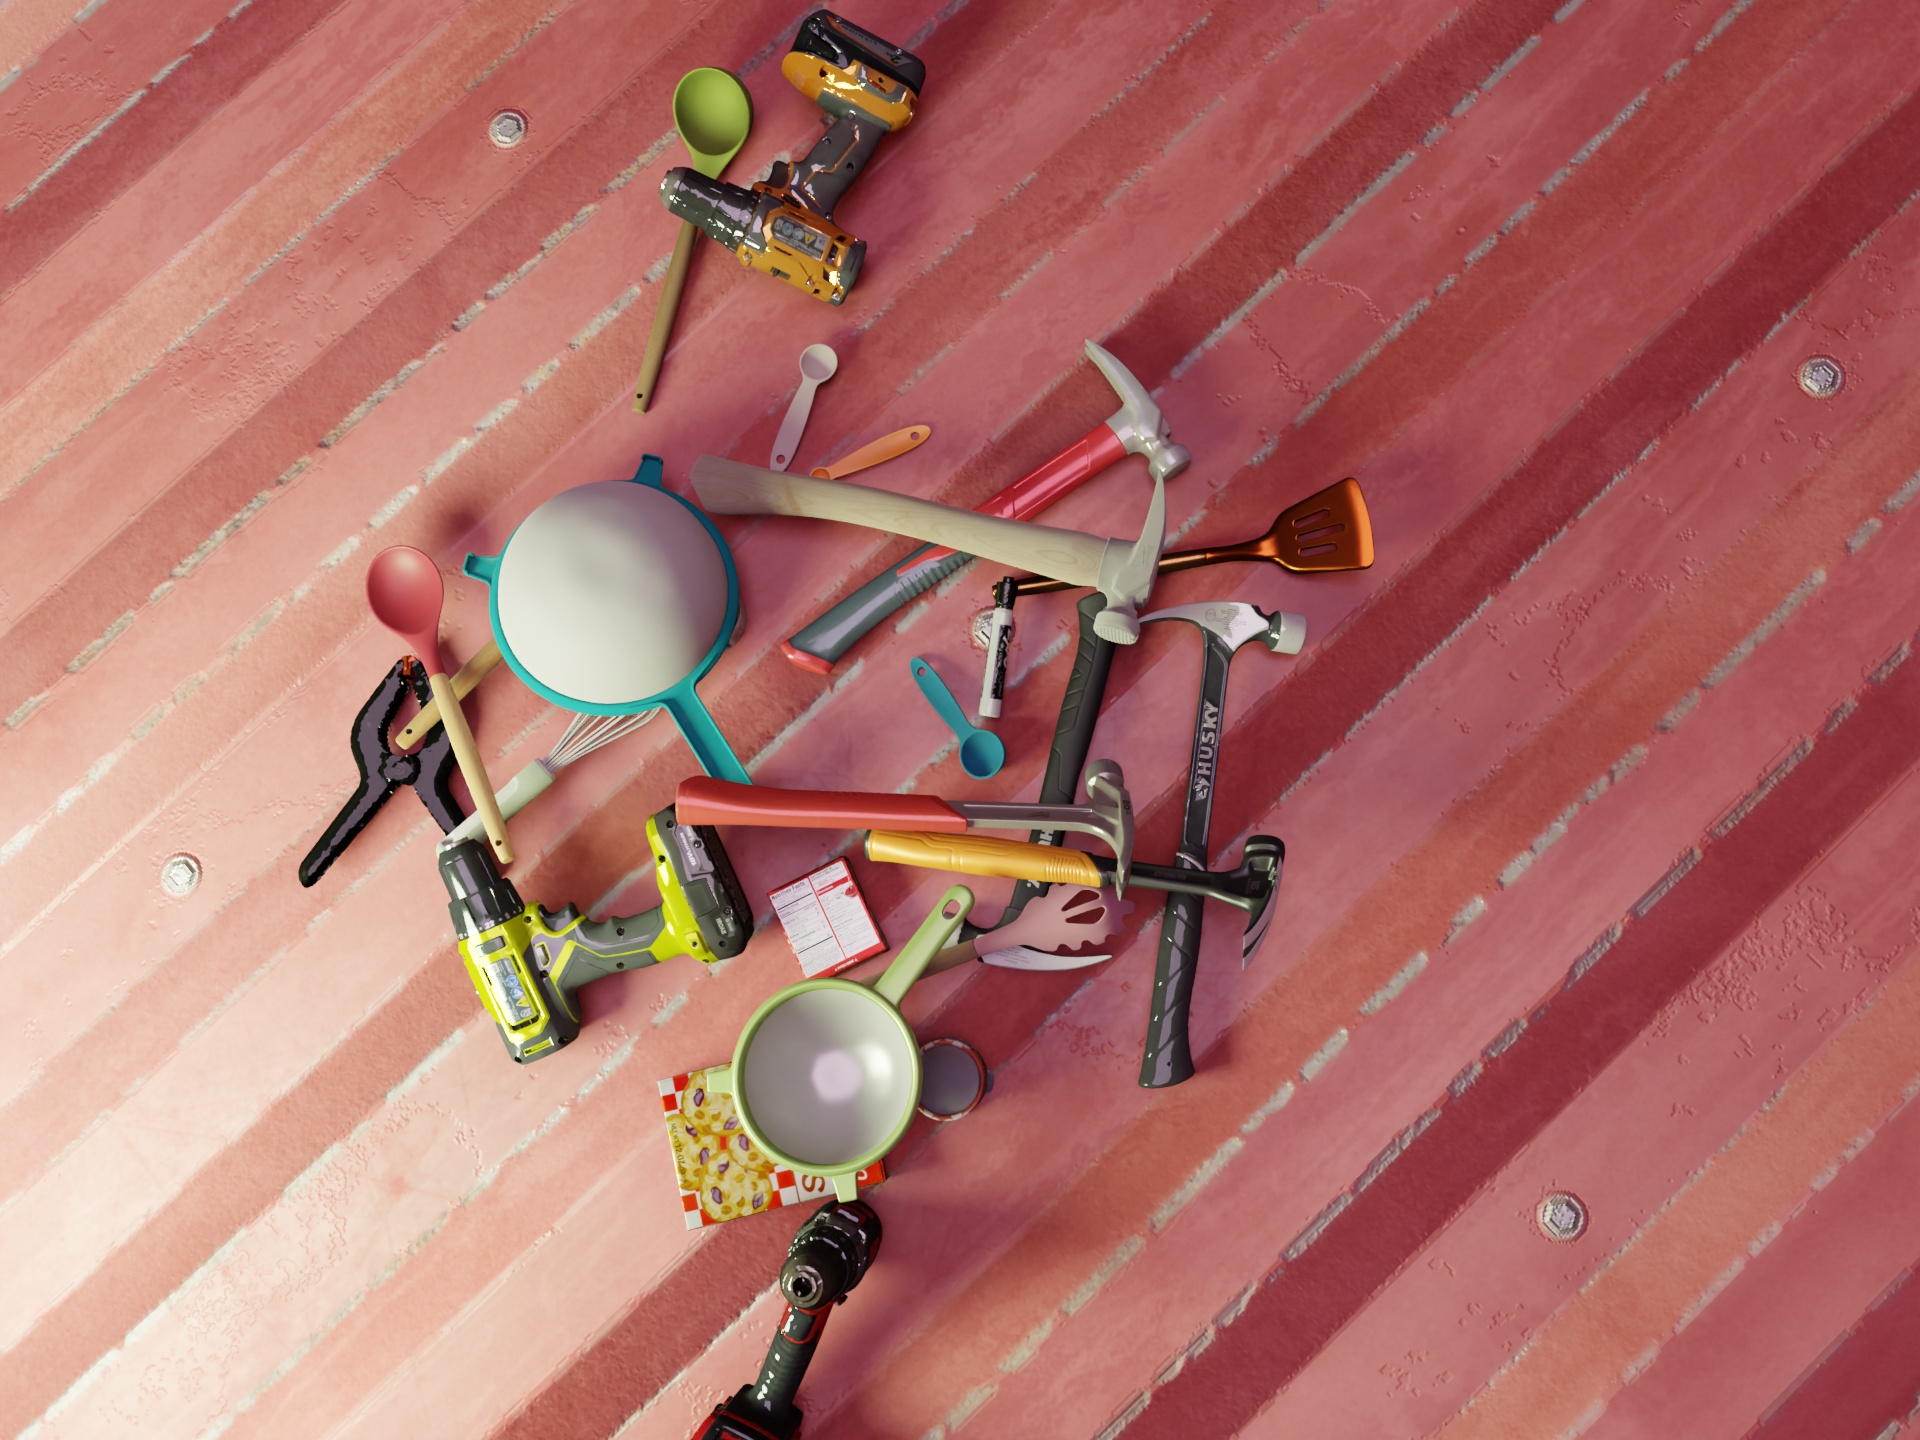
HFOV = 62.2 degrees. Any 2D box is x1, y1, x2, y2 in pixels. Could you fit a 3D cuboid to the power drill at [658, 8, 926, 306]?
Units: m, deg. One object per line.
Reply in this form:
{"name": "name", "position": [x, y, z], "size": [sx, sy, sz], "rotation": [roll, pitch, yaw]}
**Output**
{"name": "power drill", "position": [-0.147, -0.504, 1.404], "size": [0.185, 0.084, 0.226], "rotation": [22, 84, -14]}

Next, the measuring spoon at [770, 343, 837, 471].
{"name": "measuring spoon", "position": [-0.142, -0.277, 1.423], "size": [0.034, 0.018, 0.124], "rotation": [22, 89, 7]}

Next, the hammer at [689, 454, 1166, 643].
{"name": "hammer", "position": [-0.031, -0.179, 1.348], "size": [0.411, 0.038, 0.146], "rotation": [14, 77, 12]}

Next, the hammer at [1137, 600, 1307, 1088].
{"name": "hammer", "position": [0.189, 0.099, 1.316], "size": [0.149, 0.036, 0.409], "rotation": [9, 83, -6]}

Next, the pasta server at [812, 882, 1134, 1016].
{"name": "pasta server", "position": [-0.011, 0.195, 1.293], "size": [0.316, 0.040, 0.060], "rotation": [-21, 79, 5]}

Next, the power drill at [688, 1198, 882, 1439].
{"name": "power drill", "position": [-0.134, 0.482, 1.209], "size": [0.080, 0.188, 0.227], "rotation": [24, 87, 8]}

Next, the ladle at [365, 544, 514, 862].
{"name": "ladle", "position": [-0.430, -0.016, 1.336], "size": [0.069, 0.031, 0.316], "rotation": [-29, 67, 3]}

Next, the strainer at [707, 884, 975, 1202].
{"name": "strainer", "position": [-0.069, 0.239, 1.261], "size": [0.151, 0.069, 0.256], "rotation": [36, 82, 13]}

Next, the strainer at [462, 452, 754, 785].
{"name": "strainer", "position": [-0.258, -0.064, 1.305], "size": [0.211, 0.095, 0.340], "rotation": [-32, 78, -10]}

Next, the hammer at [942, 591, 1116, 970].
{"name": "hammer", "position": [0.091, 0.049, 1.339], "size": [0.146, 0.035, 0.335], "rotation": [15, 82, 7]}

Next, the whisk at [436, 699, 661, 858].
{"name": "whisk", "position": [-0.348, 0.036, 1.355], "size": [0.246, 0.059, 0.058], "rotation": [-42, 40, -9]}

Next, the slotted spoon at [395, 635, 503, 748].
{"name": "slotted spoon", "position": [-0.371, -0.091, 1.381], "size": [0.070, 0.031, 0.314], "rotation": [41, 80, 14]}

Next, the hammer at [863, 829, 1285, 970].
{"name": "hammer", "position": [0.080, 0.120, 1.259], "size": [0.337, 0.127, 0.034], "rotation": [6, 126, 18]}

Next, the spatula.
{"name": "spatula", "position": [0.186, -0.139, 1.361], "size": [0.322, 0.041, 0.081], "rotation": [-9, 81, 3]}

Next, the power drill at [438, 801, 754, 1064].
{"name": "power drill", "position": [-0.305, 0.155, 1.314], "size": [0.228, 0.080, 0.190], "rotation": [-23, 94, 1]}

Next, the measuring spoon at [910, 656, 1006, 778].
{"name": "measuring spoon", "position": [-0.002, -0.004, 1.366], "size": [0.042, 0.021, 0.129], "rotation": [-43, 70, 19]}

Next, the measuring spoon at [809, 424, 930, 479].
{"name": "measuring spoon", "position": [-0.080, -0.234, 1.412], "size": [0.117, 0.011, 0.021], "rotation": [-25, 81, -4]}

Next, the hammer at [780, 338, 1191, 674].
{"name": "hammer", "position": [0.003, -0.174, 1.381], "size": [0.386, 0.038, 0.143], "rotation": [-34, 79, -2]}

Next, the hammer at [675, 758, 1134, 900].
{"name": "hammer", "position": [-0.044, 0.078, 1.250], "size": [0.359, 0.149, 0.036], "rotation": [2, 123, 1]}

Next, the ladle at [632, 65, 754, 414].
{"name": "ladle", "position": [-0.254, -0.433, 1.434], "size": [0.078, 0.062, 0.320], "rotation": [13, 84, 15]}
